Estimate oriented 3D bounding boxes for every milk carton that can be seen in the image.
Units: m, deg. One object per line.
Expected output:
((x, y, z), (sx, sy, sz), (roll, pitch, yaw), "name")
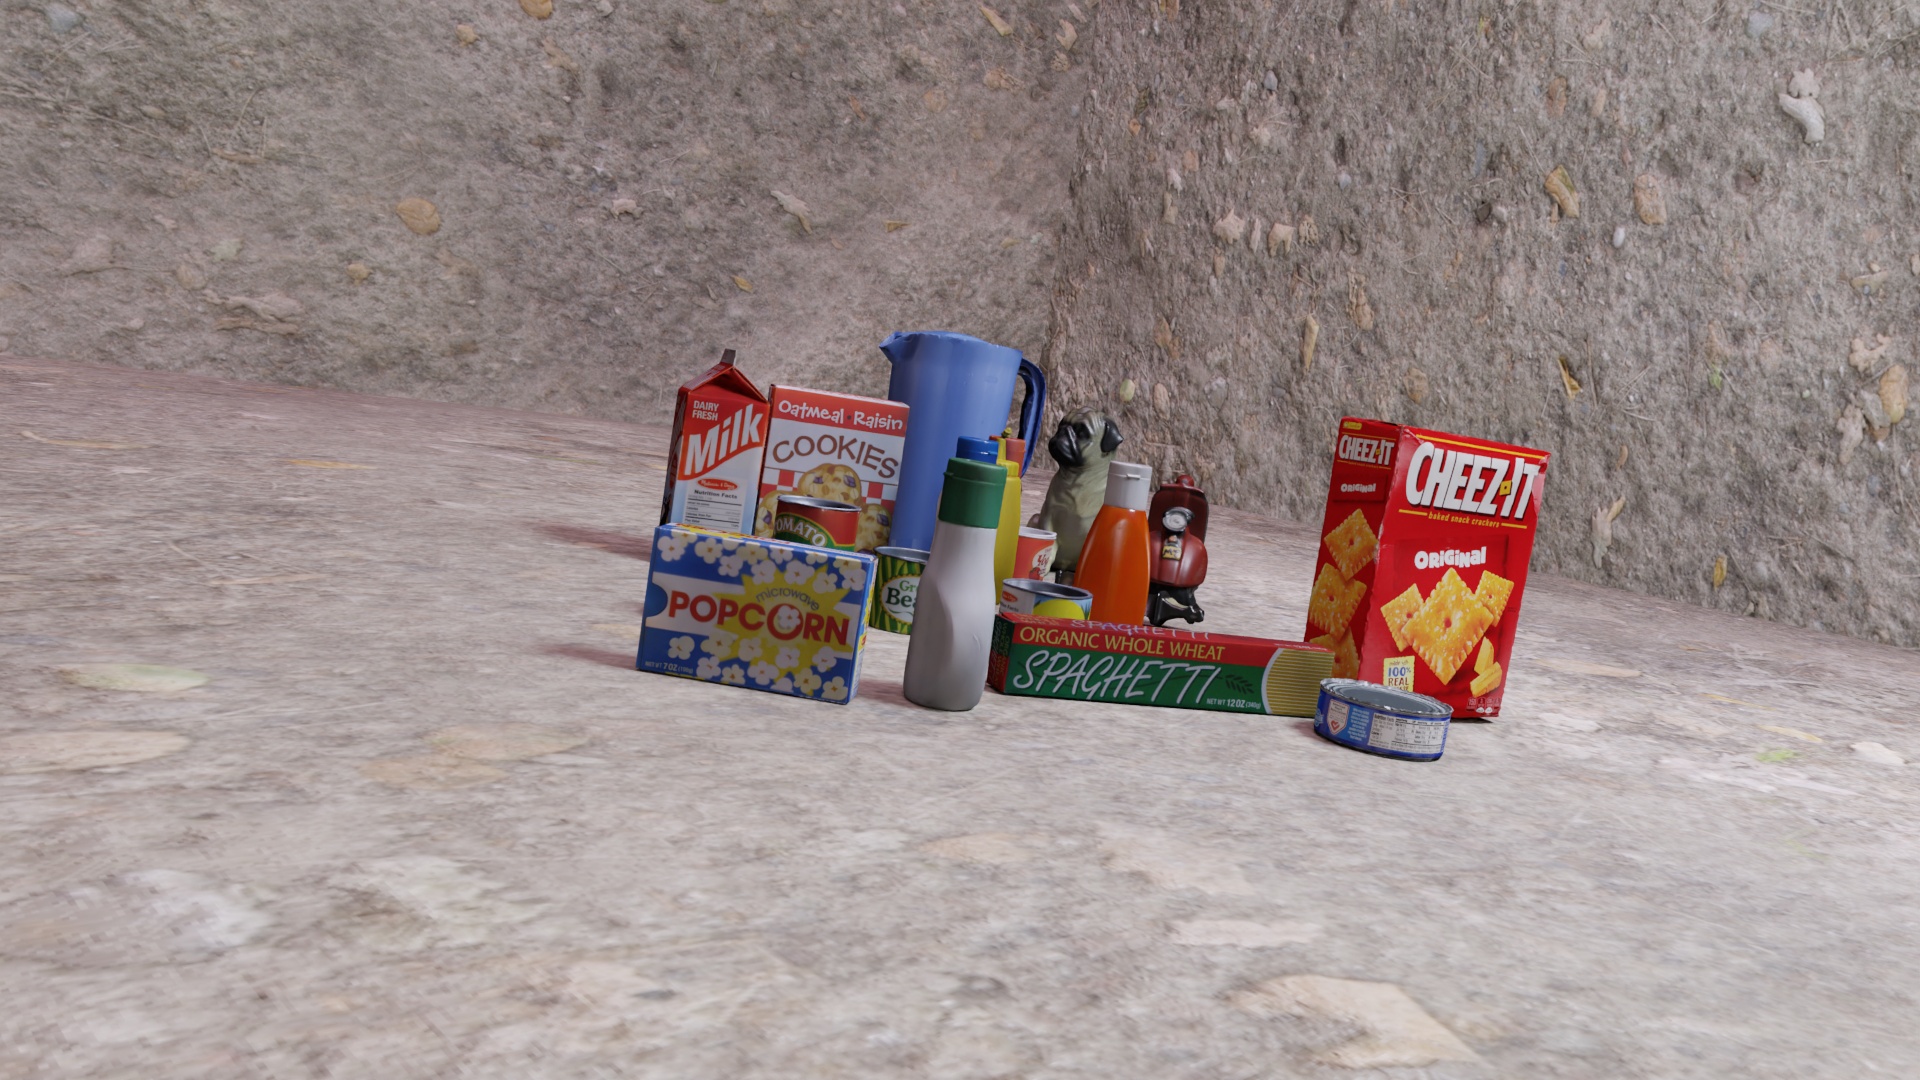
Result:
((-0.215, -0.073, 1.214), (0.073, 0.190, 0.072), (7, 6, -20), "milk carton")

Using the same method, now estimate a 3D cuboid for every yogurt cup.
((0.063, 0.015, 1.453), (0.072, 0.054, 0.072), (9, 6, -1), "yogurt cup")

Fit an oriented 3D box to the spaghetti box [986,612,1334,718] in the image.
((0.139, 0.086, 0.939), (0.250, 0.050, 0.029), (7, 6, -21), "spaghetti box")

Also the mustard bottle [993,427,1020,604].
((0.025, -0.025, 1.264), (0.049, 0.160, 0.065), (6, 7, -31), "mustard bottle")

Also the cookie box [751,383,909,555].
((-0.120, -0.049, 1.241), (0.123, 0.167, 0.040), (7, 6, -18), "cookie box")

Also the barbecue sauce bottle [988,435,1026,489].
((0.035, -0.027, 1.354), (0.044, 0.148, 0.065), (9, 6, -1), "barbecue sauce bottle")

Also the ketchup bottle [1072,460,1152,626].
((0.133, 0.008, 1.178), (0.065, 0.148, 0.043), (9, 6, -6), "ketchup bottle")

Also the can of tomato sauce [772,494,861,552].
((-0.118, 0.010, 1.096), (0.071, 0.083, 0.071), (9, 6, -1), "can of tomato sauce")

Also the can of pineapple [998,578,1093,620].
((0.060, 0.062, 1.003), (0.071, 0.057, 0.071), (9, 6, -1), "can of pineapple")

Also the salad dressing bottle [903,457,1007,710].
((-0.001, 0.025, 0.832), (0.044, 0.147, 0.064), (7, 6, -25), "salad dressing bottle")

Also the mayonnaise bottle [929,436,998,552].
((0.004, -0.015, 1.204), (0.041, 0.148, 0.065), (14, 7, 41), "mayonnaise bottle")

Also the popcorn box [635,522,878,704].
((-0.117, 0.041, 0.808), (0.127, 0.085, 0.038), (9, 6, 1), "popcorn box")

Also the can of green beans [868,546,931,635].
((-0.039, 0.039, 1.069), (0.071, 0.057, 0.071), (9, 6, -1), "can of green beans")
